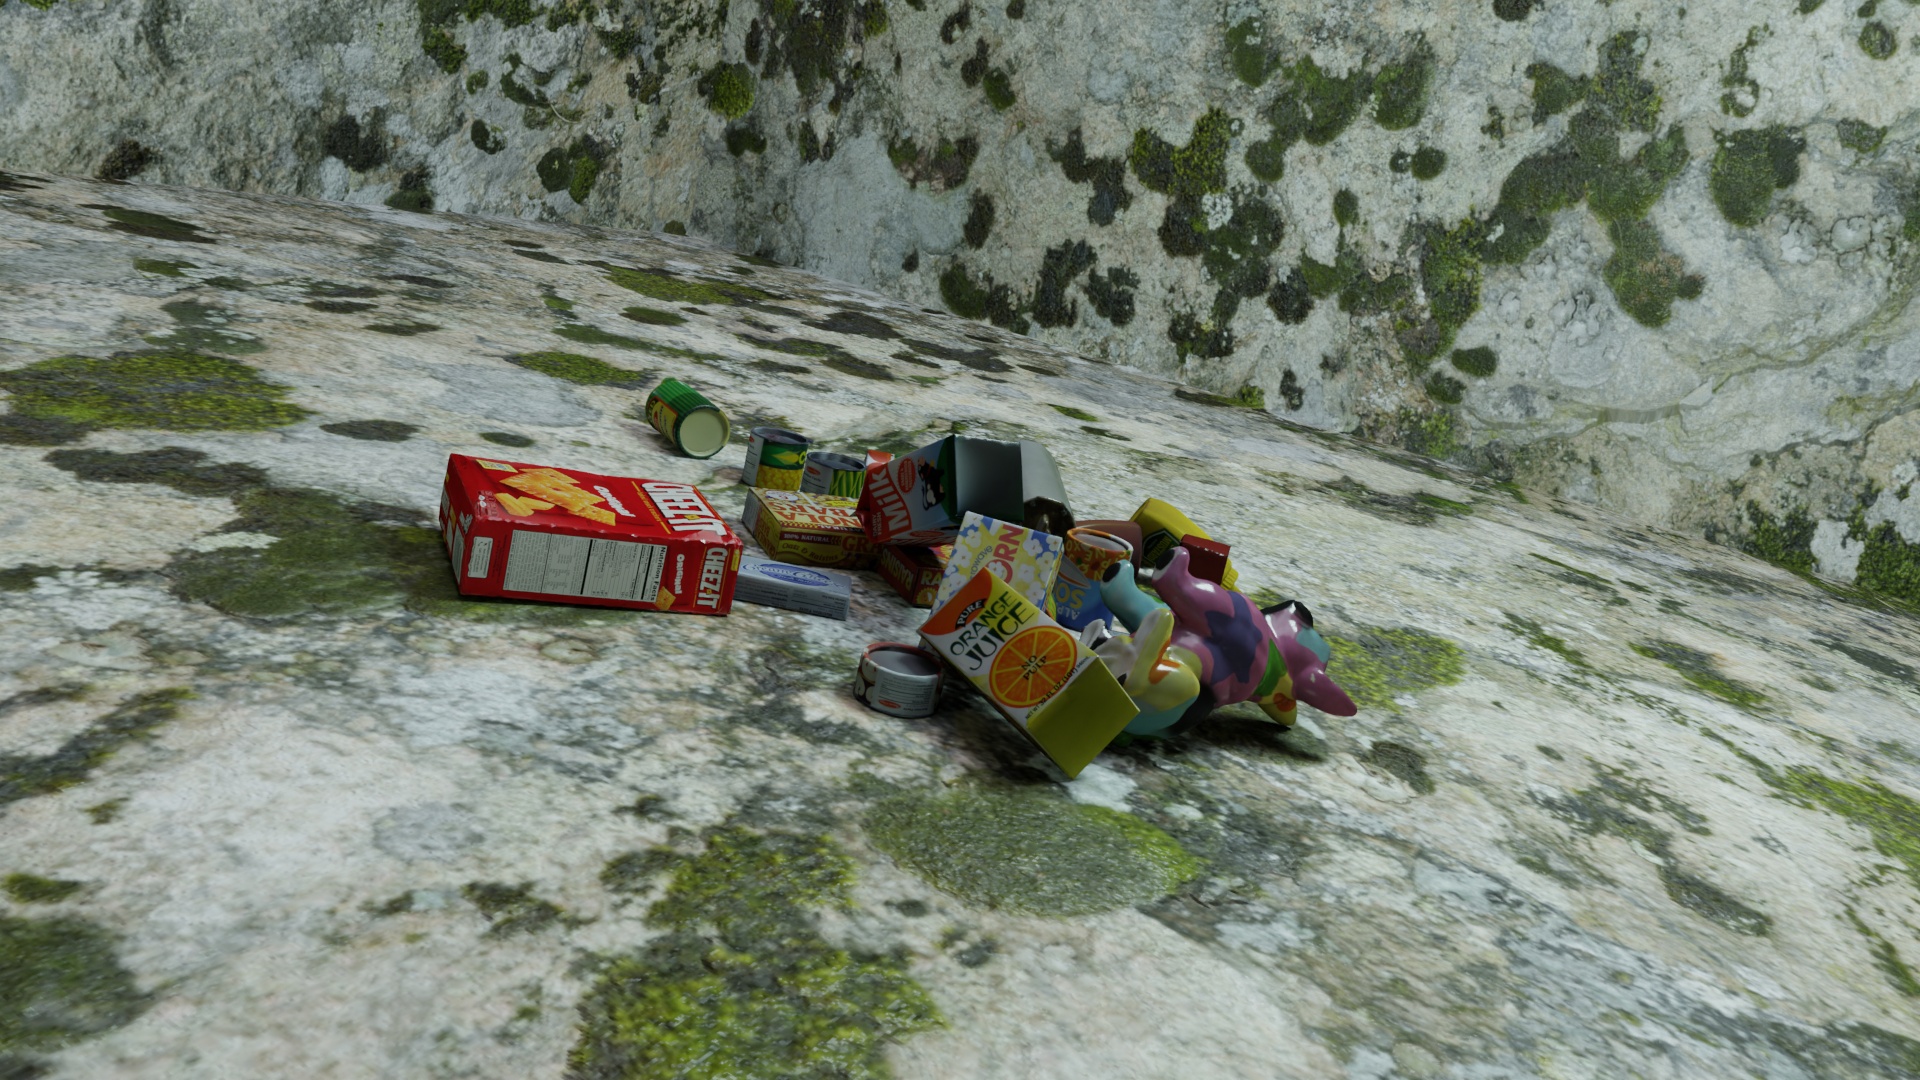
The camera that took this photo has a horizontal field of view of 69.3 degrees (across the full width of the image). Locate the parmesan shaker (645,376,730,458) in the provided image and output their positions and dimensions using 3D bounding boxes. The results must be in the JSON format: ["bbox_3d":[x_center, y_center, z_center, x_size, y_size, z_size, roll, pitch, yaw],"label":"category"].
[{"bbox_3d":[-0.318,-0.143,1.612,0.071,0.071,0.103,3,18,-34],"label":"parmesan shaker"}]

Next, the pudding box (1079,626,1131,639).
[{"bbox_3d":[0.133,0.104,1.196,0.050,0.030,0.084,12,15,-11],"label":"pudding box"}]

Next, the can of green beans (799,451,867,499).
[{"bbox_3d":[-0.138,-0.058,1.489,0.071,0.057,0.071,13,15,-3],"label":"can of green beans"}]

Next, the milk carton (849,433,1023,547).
[{"bbox_3d":[-0.026,-0.038,1.256,0.072,0.073,0.190,4,-11,-32],"label":"milk carton"}]

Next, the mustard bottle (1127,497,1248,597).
[{"bbox_3d":[0.253,0.021,1.514,0.160,0.065,0.049,36,37,1],"label":"mustard bottle"}]

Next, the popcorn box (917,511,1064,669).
[{"bbox_3d":[0.026,0.048,1.127,0.085,0.127,0.038,16,-16,12],"label":"popcorn box"}]

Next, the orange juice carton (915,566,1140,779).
[{"bbox_3d":[0.038,0.086,1.030,0.193,0.072,0.072,38,-11,50],"label":"orange juice carton"}]

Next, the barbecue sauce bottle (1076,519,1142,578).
[{"bbox_3d":[0.115,0.009,1.468,0.149,0.064,0.044,1,8,-11],"label":"barbecue sauce bottle"}]

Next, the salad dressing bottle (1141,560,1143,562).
[{"bbox_3d":[0.171,0.006,1.556,0.148,0.043,0.064,2,22,-38],"label":"salad dressing bottle"}]

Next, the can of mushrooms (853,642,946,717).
[{"bbox_3d":[-0.045,0.103,1.040,0.071,0.033,0.071,12,16,-3],"label":"can of mushrooms"}]

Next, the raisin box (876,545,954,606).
[{"bbox_3d":[-0.005,0.034,1.311,0.123,0.040,0.086,7,17,-27],"label":"raisin box"}]

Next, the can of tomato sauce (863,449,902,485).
[{"bbox_3d":[-0.069,-0.062,1.545,0.083,0.071,0.071,11,15,-5],"label":"can of tomato sauce"}]

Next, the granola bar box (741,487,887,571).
[{"bbox_3d":[-0.119,-0.010,1.369,0.166,0.039,0.124,6,17,-26],"label":"granola bar box"}]

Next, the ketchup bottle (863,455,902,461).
[{"bbox_3d":[-0.040,-0.076,1.666,0.149,0.043,0.065,5,17,-31],"label":"ketchup bottle"}]

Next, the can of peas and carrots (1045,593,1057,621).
[{"bbox_3d":[0.048,0.066,1.182,0.071,0.070,0.059,14,15,1],"label":"can of peas and carrots"}]

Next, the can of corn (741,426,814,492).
[{"bbox_3d":[-0.203,-0.089,1.543,0.071,0.058,0.071,13,15,-3],"label":"can of corn"}]

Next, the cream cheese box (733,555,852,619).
[{"bbox_3d":[-0.146,0.040,1.195,0.104,0.024,0.053,12,15,-7],"label":"cream cheese box"}]

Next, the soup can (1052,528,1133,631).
[{"bbox_3d":[0.120,0.038,1.321,0.071,0.083,0.071,12,15,-3],"label":"soup can"}]

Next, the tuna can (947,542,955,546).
[{"bbox_3d":[0.005,-0.018,1.458,0.033,0.071,0.071,19,16,18],"label":"tuna can"}]
